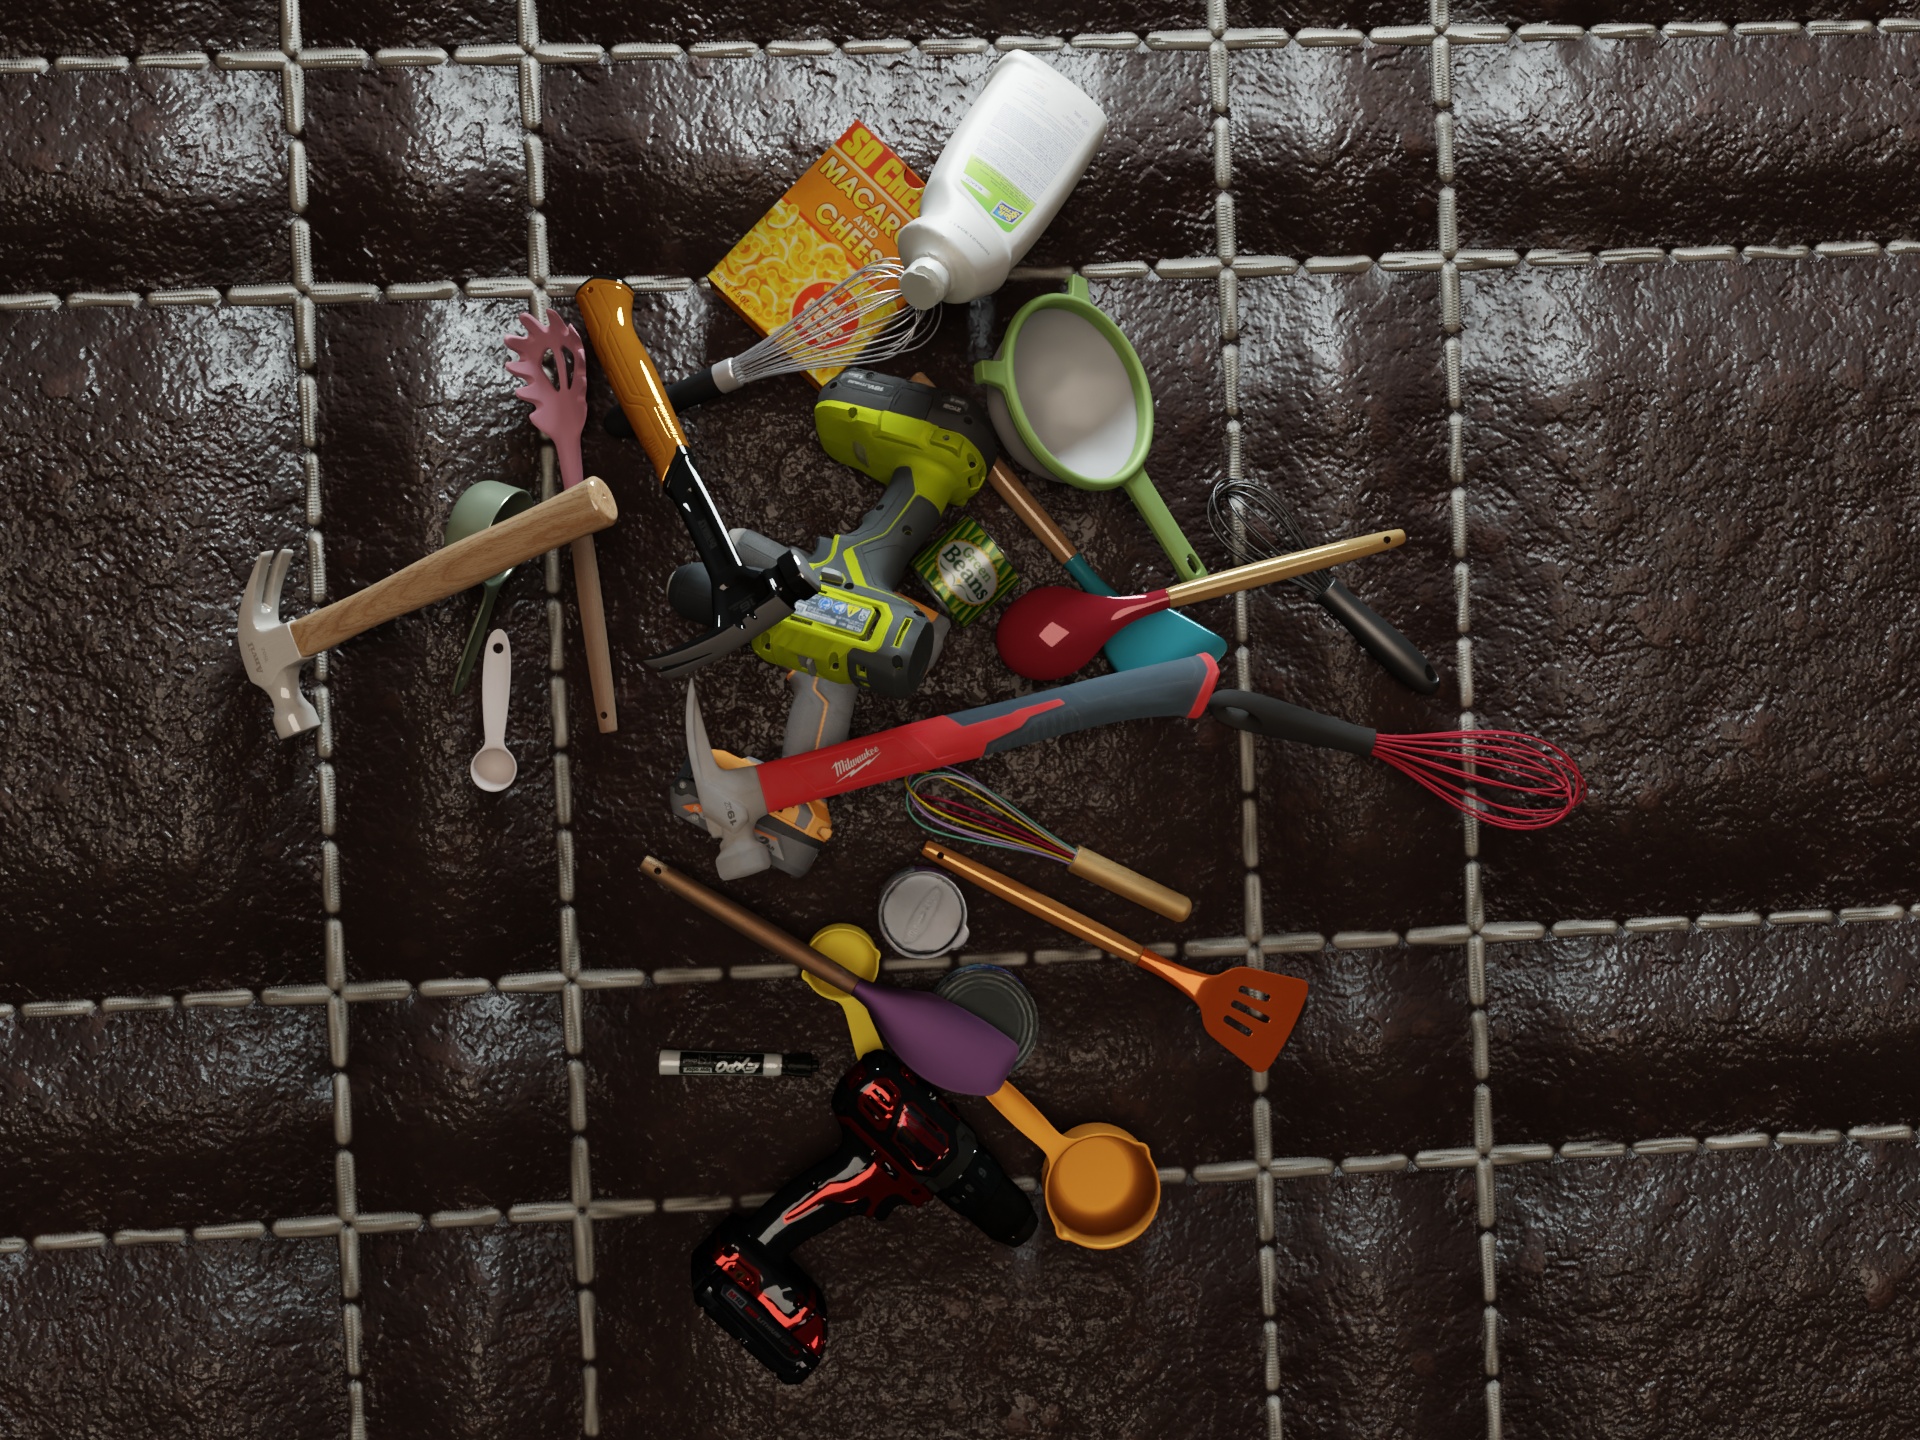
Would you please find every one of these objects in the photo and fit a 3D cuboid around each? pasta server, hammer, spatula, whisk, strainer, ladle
[{"bbox_3d":[-0.290,-0.147,1.197,0.060,0.040,0.316,-7,92,9],"label":"pasta server"},{"bbox_3d":[-0.002,-0.004,1.146,0.386,0.038,0.143,-15,85,-10],"label":"hammer"},{"bbox_3d":[-0.102,0.187,1.185,0.316,0.018,0.060,31,82,0],"label":"spatula"},{"bbox_3d":[0.116,0.170,1.231,0.322,0.041,0.081,27,89,1],"label":"spatula"},{"bbox_3d":[-0.142,-0.263,1.160,0.284,0.070,0.070,-18,92,19],"label":"whisk"},{"bbox_3d":[0.070,-0.145,1.214,0.082,0.044,0.317,-41,91,0],"label":"spatula"},{"bbox_3d":[0.066,0.099,1.217,0.245,0.047,0.051,26,88,-6],"label":"whisk"},{"bbox_3d":[0.334,0.023,1.223,0.296,0.073,0.073,15,90,2],"label":"whisk"},{"bbox_3d":[-0.214,-0.189,1.128,0.127,0.034,0.337,-31,63,8],"label":"hammer"},{"bbox_3d":[0.100,-0.197,1.208,0.256,0.069,0.151,54,52,-19],"label":"strainer"},{"bbox_3d":[0.180,-0.096,1.186,0.315,0.031,0.069,-15,89,-1],"label":"ladle"},{"bbox_3d":[-0.386,-0.099,1.135,0.331,0.031,0.130,-20,93,20],"label":"hammer"},{"bbox_3d":[0.281,-0.099,1.225,0.239,0.055,0.055,41,88,-7],"label":"whisk"}]

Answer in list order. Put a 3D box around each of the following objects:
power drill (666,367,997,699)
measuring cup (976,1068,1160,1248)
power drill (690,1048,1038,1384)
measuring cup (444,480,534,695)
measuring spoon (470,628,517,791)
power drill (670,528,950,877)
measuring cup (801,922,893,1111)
[{"bbox_3d":[-0.087,-0.137,1.141,0.190,0.080,0.229,17,65,14],"label":"power drill"},{"bbox_3d":[0.075,0.323,1.215,0.173,0.052,0.095,44,88,-1],"label":"measuring cup"},{"bbox_3d":[-0.070,0.384,1.194,0.188,0.080,0.227,45,86,-9],"label":"power drill"},{"bbox_3d":[-0.366,-0.100,1.186,0.038,0.083,0.167,23,105,5],"label":"measuring cup"},{"bbox_3d":[-0.352,-0.007,1.209,0.034,0.018,0.124,1,84,-3],"label":"measuring spoon"},{"bbox_3d":[-0.136,-0.020,1.188,0.185,0.084,0.226,28,85,-1],"label":"power drill"},{"bbox_3d":[-0.077,0.228,1.224,0.062,0.029,0.156,-17,103,0],"label":"measuring cup"}]
